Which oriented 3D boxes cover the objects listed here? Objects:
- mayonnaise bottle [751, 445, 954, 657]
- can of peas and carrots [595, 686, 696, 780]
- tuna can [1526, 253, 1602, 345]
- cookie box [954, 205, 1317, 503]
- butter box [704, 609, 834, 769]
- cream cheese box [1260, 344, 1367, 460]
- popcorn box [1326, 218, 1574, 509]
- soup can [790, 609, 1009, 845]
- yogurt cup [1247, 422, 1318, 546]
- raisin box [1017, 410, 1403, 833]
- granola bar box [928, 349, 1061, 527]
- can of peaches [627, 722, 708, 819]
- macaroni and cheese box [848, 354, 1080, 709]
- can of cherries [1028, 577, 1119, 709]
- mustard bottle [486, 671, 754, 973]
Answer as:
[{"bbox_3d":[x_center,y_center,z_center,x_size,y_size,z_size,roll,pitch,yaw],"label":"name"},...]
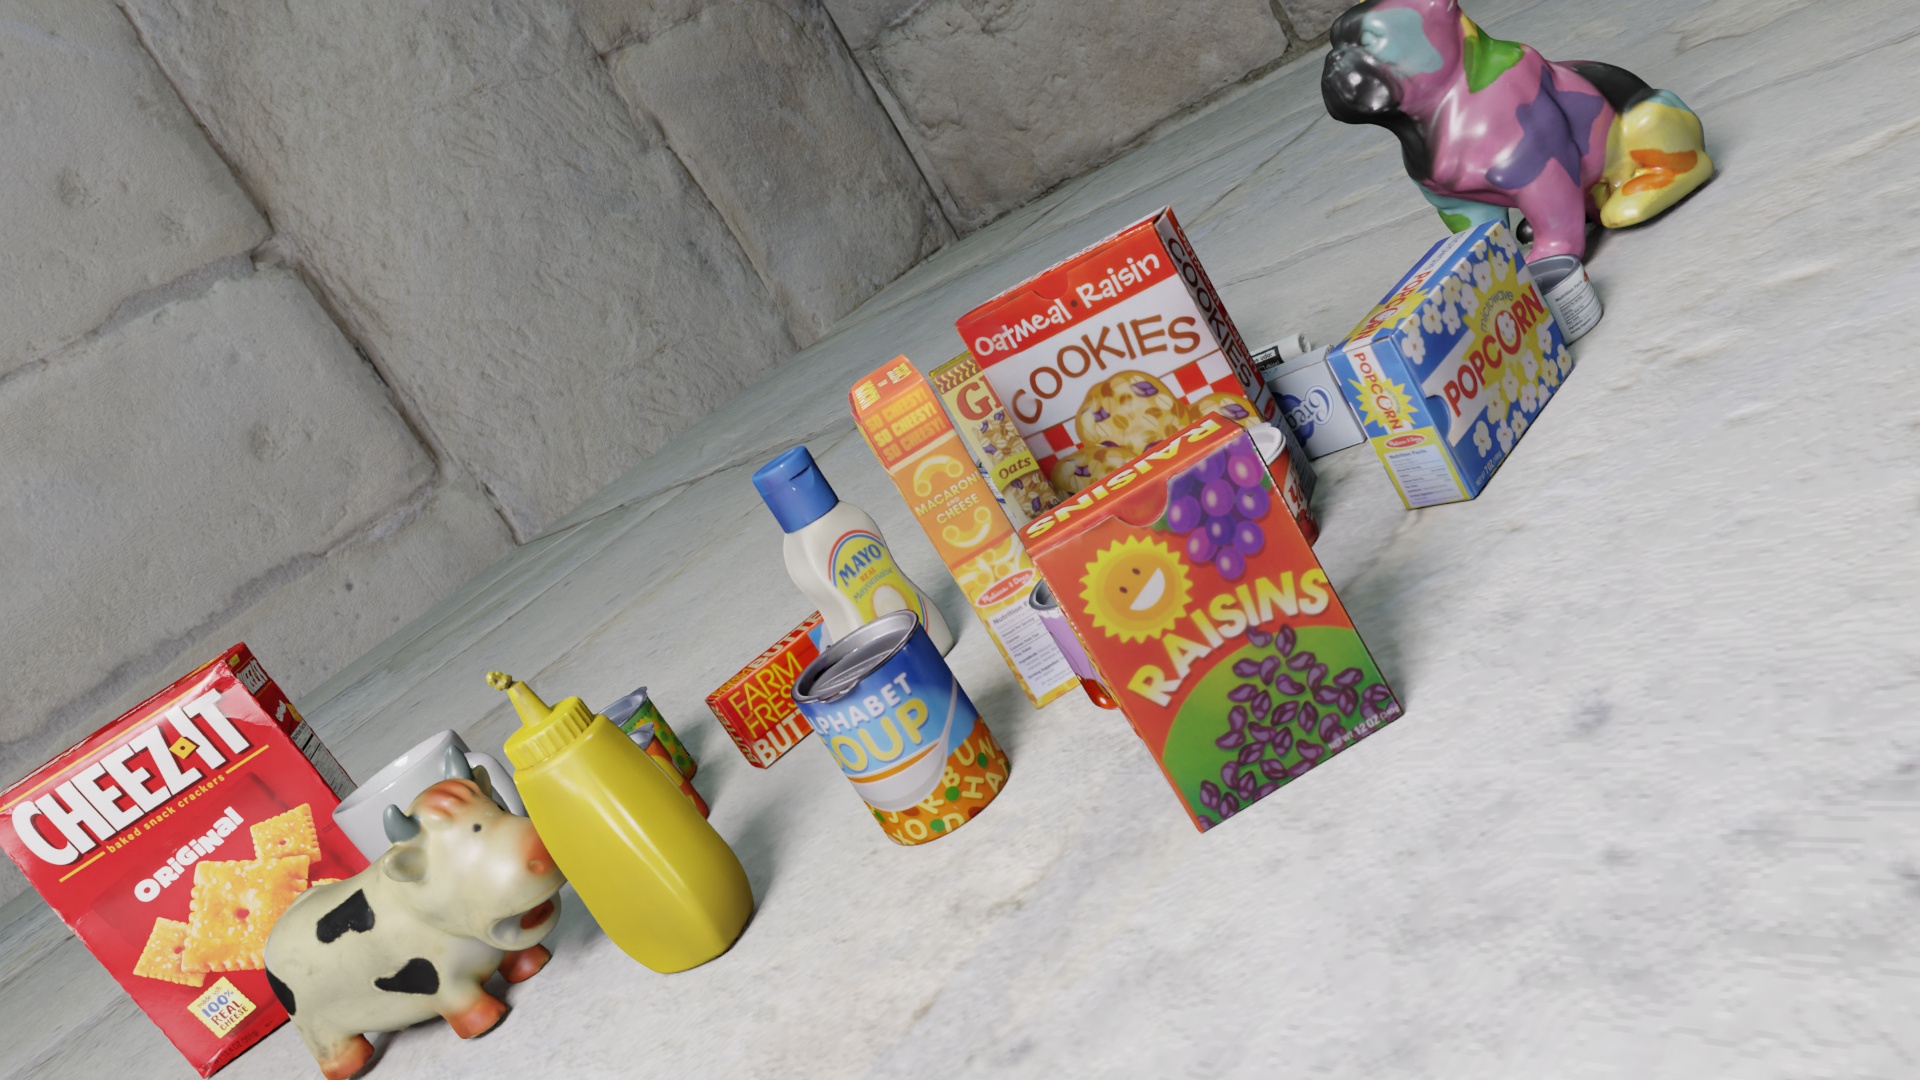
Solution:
[{"bbox_3d":[-0.065,0.017,0.796,0.065,0.148,0.041,-40,16,-30],"label":"mayonnaise bottle"},{"bbox_3d":[-0.207,0.136,0.870,0.071,0.058,0.071,-30,14,8],"label":"can of peas and carrots"},{"bbox_3d":[0.299,-0.120,0.737,0.071,0.032,0.071,-30,14,8],"label":"tuna can"},{"bbox_3d":[0.093,-0.073,0.733,0.122,0.167,0.040,-23,16,30],"label":"cookie box"},{"bbox_3d":[-0.095,0.084,0.825,0.104,0.053,0.024,-38,15,-23],"label":"butter box"},{"bbox_3d":[0.171,-0.065,0.776,0.103,0.053,0.024,-21,18,37],"label":"cream cheese box"},{"bbox_3d":[0.232,-0.084,0.649,0.127,0.085,0.038,-42,17,-35],"label":"popcorn box"},{"bbox_3d":[-0.027,0.085,0.619,0.071,0.083,0.071,-30,14,8],"label":"soup can"},{"bbox_3d":[0.137,-0.015,0.675,0.072,0.054,0.072,-30,14,8],"label":"yogurt cup"},{"bbox_3d":[0.088,0.029,0.492,0.086,0.123,0.040,-31,14,4],"label":"raisin box"},{"bbox_3d":[0.080,-0.103,0.945,0.165,0.124,0.039,-32,14,-1],"label":"granola bar box"},{"bbox_3d":[-0.184,0.147,0.785,0.071,0.058,0.071,-30,14,8],"label":"can of peaches"},{"bbox_3d":[0.003,-0.009,0.705,0.040,0.166,0.124,-32,14,1],"label":"macaroni and cheese box"},{"bbox_3d":[0.074,0.035,0.629,0.071,0.058,0.072,-30,14,8],"label":"can of cherries"},{"bbox_3d":[-0.157,0.119,0.619,0.065,0.160,0.049,-24,16,29],"label":"mustard bottle"}]
